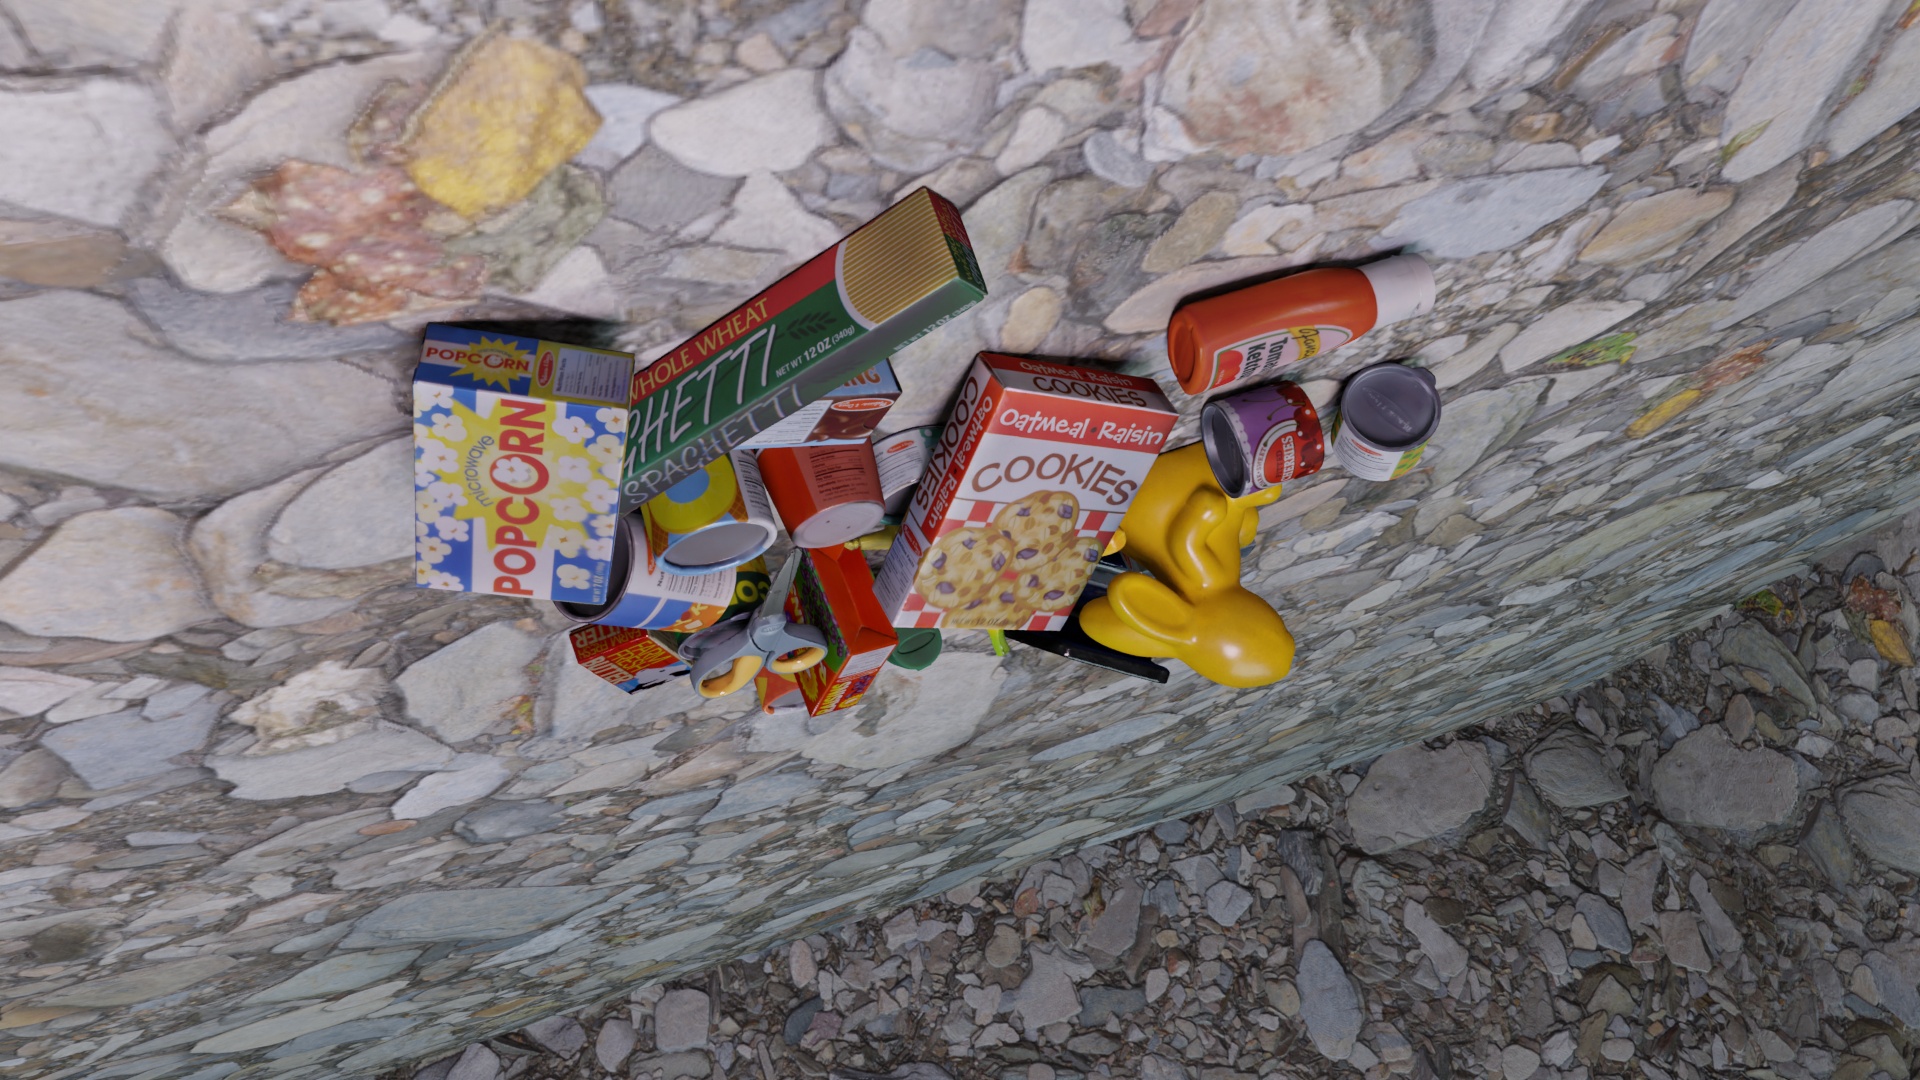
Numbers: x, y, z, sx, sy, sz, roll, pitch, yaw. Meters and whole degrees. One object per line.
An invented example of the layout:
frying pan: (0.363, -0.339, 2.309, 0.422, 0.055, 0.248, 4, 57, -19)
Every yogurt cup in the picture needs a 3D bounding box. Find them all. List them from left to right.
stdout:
yogurt cup: (-0.075, -0.031, 0.768, 0.072, 0.054, 0.072, -18, 160, -7)

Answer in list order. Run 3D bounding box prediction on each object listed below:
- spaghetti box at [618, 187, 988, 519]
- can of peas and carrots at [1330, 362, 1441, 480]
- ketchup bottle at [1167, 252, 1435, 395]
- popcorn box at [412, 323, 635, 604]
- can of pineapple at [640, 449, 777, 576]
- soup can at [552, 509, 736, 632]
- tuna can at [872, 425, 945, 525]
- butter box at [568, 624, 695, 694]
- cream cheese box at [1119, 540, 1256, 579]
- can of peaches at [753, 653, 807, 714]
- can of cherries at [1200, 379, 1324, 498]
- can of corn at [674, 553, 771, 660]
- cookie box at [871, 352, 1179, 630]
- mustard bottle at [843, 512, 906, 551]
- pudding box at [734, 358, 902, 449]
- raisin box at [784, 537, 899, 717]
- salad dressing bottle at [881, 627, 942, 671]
spaghetti box: (-0.102, -0.074, 0.639, 0.249, 0.050, 0.028, -28, 156, 21)
can of peas and carrots: (0.296, -0.083, 0.968, 0.071, 0.071, 0.058, -20, 160, -1)
ketchup bottle: (0.194, -0.127, 0.788, 0.149, 0.043, 0.064, -18, 159, -8)
popcorn box: (-0.191, -0.029, 0.606, 0.085, 0.038, 0.126, 7, 134, -14)
can of pineapple: (-0.137, -0.020, 0.733, 0.071, 0.058, 0.070, -17, 160, -6)
soup can: (-0.180, 0.017, 0.779, 0.071, 0.071, 0.084, -30, 158, 25)
tuna can: (-0.026, -0.037, 0.829, 0.071, 0.033, 0.071, -17, 159, -7)
butter box: (-0.222, 0.077, 0.951, 0.053, 0.024, 0.103, -21, 160, 1)
cream cheese box: (0.171, -0.003, 1.071, 0.104, 0.053, 0.024, -13, 157, -18)
can of peaches: (-0.123, 0.090, 1.029, 0.071, 0.058, 0.071, -17, 160, -6)
can of cherries: (0.199, -0.065, 0.912, 0.058, 0.071, 0.071, -17, 159, -9)
can of corn: (-0.148, 0.034, 0.860, 0.071, 0.058, 0.071, -17, 160, -7)
cookie box: (0.036, -0.023, 0.806, 0.123, 0.040, 0.166, 4, 126, -33)
mustard bottle: (0.003, -0.011, 0.884, 0.160, 0.065, 0.048, -10, 143, -13)
pudding box: (-0.078, -0.071, 0.698, 0.084, 0.030, 0.049, -6, 155, -33)
raisin box: (-0.087, 0.058, 0.939, 0.040, 0.086, 0.122, -15, 160, -25)
salad dressing bottle: (-0.049, 0.068, 0.983, 0.064, 0.044, 0.147, -25, -174, -15)
